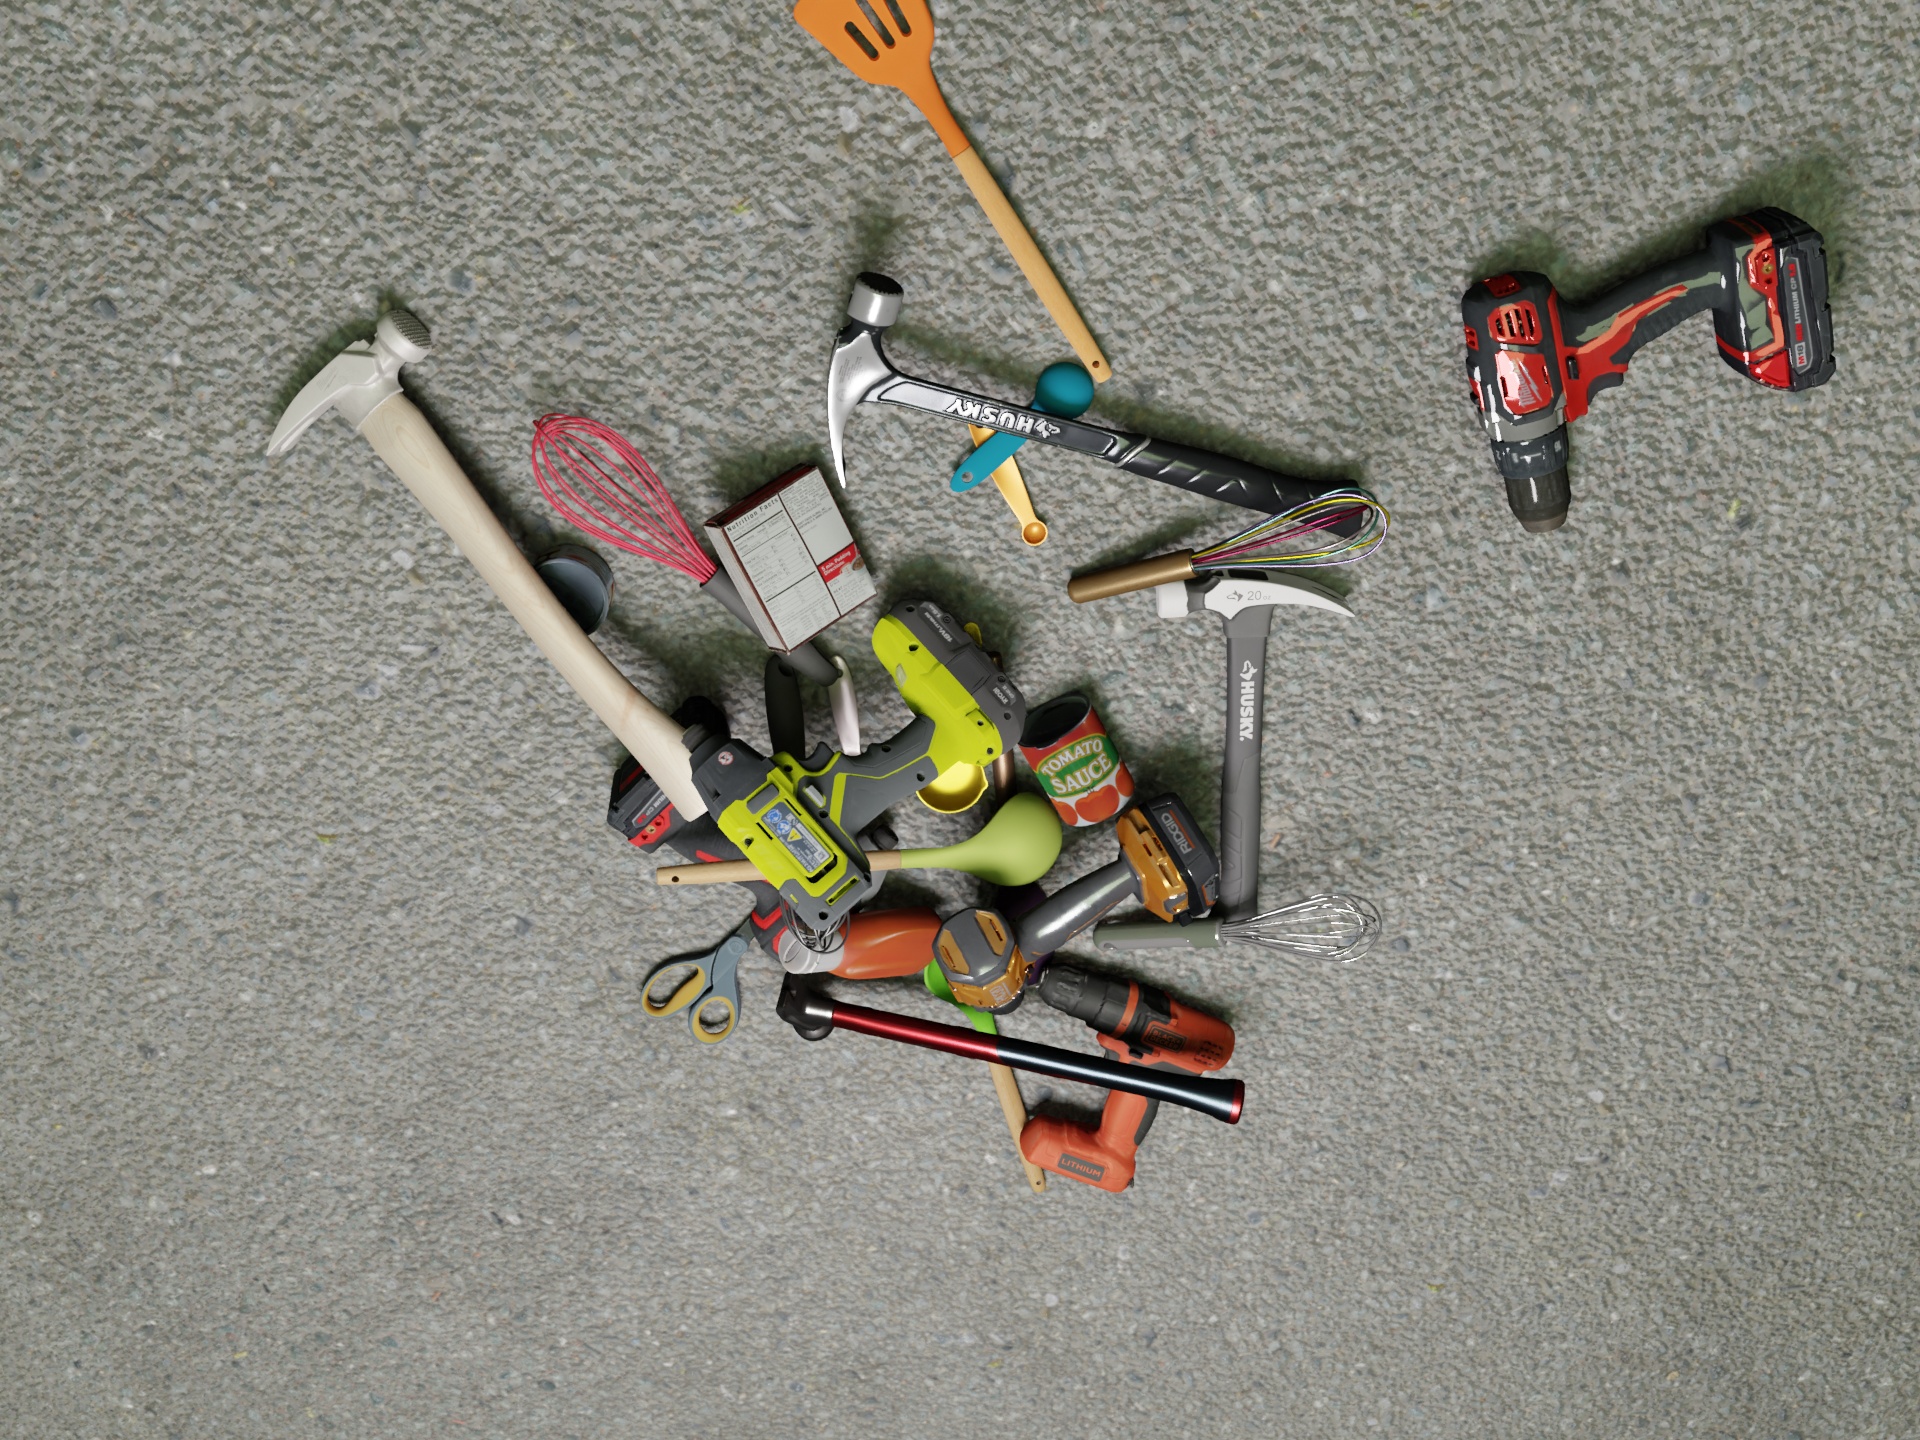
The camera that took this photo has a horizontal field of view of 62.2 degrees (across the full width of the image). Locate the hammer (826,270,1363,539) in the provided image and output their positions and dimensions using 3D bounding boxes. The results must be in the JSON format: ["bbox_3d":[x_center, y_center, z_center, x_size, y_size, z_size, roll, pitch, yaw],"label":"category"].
[{"bbox_3d":[0.101,-0.191,1.130,0.408,0.036,0.149,13,124,-13],"label":"hammer"}]

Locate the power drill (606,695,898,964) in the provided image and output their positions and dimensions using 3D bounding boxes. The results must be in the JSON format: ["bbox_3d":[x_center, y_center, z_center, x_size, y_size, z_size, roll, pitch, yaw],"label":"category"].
[{"bbox_3d":[-0.161,0.089,1.270,0.143,0.079,0.219,-43,113,12],"label":"power drill"}]

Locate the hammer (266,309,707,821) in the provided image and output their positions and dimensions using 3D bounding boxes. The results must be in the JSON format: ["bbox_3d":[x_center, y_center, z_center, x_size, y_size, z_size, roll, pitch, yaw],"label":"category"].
[{"bbox_3d":[-0.323,-0.088,1.154,0.146,0.038,0.410,-35,98,18],"label":"hammer"}]

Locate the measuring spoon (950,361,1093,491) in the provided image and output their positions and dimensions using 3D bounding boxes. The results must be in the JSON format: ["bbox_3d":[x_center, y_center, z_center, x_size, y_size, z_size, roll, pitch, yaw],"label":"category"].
[{"bbox_3d":[0.043,-0.206,1.143,0.128,0.021,0.042,-40,109,12],"label":"measuring spoon"}]

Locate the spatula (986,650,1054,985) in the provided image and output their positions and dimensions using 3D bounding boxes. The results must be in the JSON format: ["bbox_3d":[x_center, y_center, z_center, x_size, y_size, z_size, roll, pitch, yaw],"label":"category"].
[{"bbox_3d":[0.042,0.088,1.303,0.059,0.018,0.315,-15,117,-16],"label":"spatula"}]

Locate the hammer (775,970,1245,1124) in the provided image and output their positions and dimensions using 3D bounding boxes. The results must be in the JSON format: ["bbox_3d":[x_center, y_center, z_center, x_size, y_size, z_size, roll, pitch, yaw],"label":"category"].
[{"bbox_3d":[0.040,0.269,1.301,0.386,0.038,0.143,11,160,7],"label":"hammer"}]

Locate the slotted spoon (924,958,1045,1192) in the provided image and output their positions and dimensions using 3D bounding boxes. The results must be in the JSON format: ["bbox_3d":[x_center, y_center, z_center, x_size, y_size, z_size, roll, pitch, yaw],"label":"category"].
[{"bbox_3d":[0.032,0.306,1.411,0.070,0.031,0.313,-22,119,-8],"label":"slotted spoon"}]

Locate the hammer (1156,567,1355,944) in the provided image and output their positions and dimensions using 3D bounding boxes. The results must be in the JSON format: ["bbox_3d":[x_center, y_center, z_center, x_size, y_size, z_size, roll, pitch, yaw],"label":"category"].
[{"bbox_3d":[0.230,0.036,1.268,0.146,0.035,0.334,-3,117,2],"label":"hammer"}]

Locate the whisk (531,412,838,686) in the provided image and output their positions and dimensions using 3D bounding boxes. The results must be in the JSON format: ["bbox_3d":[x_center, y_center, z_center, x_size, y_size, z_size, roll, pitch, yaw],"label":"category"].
[{"bbox_3d":[-0.200,-0.119,1.175,0.073,0.073,0.295,-40,115,18],"label":"whisk"}]

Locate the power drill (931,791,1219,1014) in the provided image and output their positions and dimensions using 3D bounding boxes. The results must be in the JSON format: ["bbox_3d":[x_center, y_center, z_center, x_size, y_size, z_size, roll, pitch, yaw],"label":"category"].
[{"bbox_3d":[0.092,0.161,1.270,0.226,0.084,0.185,-29,156,-3],"label":"power drill"}]

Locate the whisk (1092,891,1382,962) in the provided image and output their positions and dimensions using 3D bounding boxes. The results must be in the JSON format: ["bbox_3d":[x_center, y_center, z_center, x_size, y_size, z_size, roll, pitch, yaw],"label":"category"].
[{"bbox_3d":[0.220,0.173,1.294,0.246,0.059,0.057,-7,145,29],"label":"whisk"}]

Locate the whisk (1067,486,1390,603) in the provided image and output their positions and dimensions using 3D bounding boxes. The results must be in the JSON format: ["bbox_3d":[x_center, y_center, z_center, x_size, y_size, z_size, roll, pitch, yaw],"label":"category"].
[{"bbox_3d":[0.188,-0.123,1.148,0.245,0.047,0.051,-12,79,28],"label":"whisk"}]

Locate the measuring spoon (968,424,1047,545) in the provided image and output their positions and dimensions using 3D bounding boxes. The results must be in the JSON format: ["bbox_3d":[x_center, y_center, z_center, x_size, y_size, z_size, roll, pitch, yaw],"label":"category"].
[{"bbox_3d":[0.033,-0.181,1.171,0.021,0.011,0.116,-26,111,6],"label":"measuring spoon"}]

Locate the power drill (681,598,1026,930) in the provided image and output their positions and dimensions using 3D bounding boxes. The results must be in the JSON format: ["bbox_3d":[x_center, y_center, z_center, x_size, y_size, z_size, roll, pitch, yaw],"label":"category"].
[{"bbox_3d":[-0.077,0.019,1.158,0.223,0.080,0.171,-40,85,-20],"label":"power drill"}]

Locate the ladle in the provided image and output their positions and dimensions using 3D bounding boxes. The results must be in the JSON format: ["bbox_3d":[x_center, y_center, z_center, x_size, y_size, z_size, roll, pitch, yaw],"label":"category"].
[{"bbox_3d":[-0.075,0.103,1.243,0.320,0.062,0.078,-3,118,-10],"label":"ladle"}]

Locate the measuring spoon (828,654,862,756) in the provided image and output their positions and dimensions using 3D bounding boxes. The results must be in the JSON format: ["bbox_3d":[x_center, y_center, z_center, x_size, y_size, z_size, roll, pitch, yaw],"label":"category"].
[{"bbox_3d":[-0.090,0.007,1.261,0.034,0.018,0.124,-6,116,4],"label":"measuring spoon"}]

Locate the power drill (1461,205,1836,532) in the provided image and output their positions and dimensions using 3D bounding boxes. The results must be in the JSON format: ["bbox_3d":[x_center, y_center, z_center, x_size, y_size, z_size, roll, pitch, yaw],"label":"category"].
[{"bbox_3d":[0.472,-0.241,1.104,0.226,0.080,0.187,-16,116,11],"label":"power drill"}]

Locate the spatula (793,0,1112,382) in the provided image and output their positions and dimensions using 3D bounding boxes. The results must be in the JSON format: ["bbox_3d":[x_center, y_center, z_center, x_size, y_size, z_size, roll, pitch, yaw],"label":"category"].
[{"bbox_3d":[0.014,-0.357,1.062,0.081,0.041,0.322,-31,114,14],"label":"spatula"}]

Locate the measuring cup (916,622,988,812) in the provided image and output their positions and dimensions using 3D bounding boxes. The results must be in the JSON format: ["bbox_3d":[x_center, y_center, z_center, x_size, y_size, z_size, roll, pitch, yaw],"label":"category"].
[{"bbox_3d":[-0.002,-0.004,1.258,0.062,0.029,0.156,8,105,-3],"label":"measuring cup"}]

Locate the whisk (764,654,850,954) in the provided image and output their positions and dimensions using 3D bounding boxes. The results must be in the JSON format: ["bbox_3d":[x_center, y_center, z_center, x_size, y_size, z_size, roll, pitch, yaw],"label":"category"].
[{"bbox_3d":[-0.121,0.061,1.201,0.055,0.239,0.055,-9,162,-3],"label":"whisk"}]
